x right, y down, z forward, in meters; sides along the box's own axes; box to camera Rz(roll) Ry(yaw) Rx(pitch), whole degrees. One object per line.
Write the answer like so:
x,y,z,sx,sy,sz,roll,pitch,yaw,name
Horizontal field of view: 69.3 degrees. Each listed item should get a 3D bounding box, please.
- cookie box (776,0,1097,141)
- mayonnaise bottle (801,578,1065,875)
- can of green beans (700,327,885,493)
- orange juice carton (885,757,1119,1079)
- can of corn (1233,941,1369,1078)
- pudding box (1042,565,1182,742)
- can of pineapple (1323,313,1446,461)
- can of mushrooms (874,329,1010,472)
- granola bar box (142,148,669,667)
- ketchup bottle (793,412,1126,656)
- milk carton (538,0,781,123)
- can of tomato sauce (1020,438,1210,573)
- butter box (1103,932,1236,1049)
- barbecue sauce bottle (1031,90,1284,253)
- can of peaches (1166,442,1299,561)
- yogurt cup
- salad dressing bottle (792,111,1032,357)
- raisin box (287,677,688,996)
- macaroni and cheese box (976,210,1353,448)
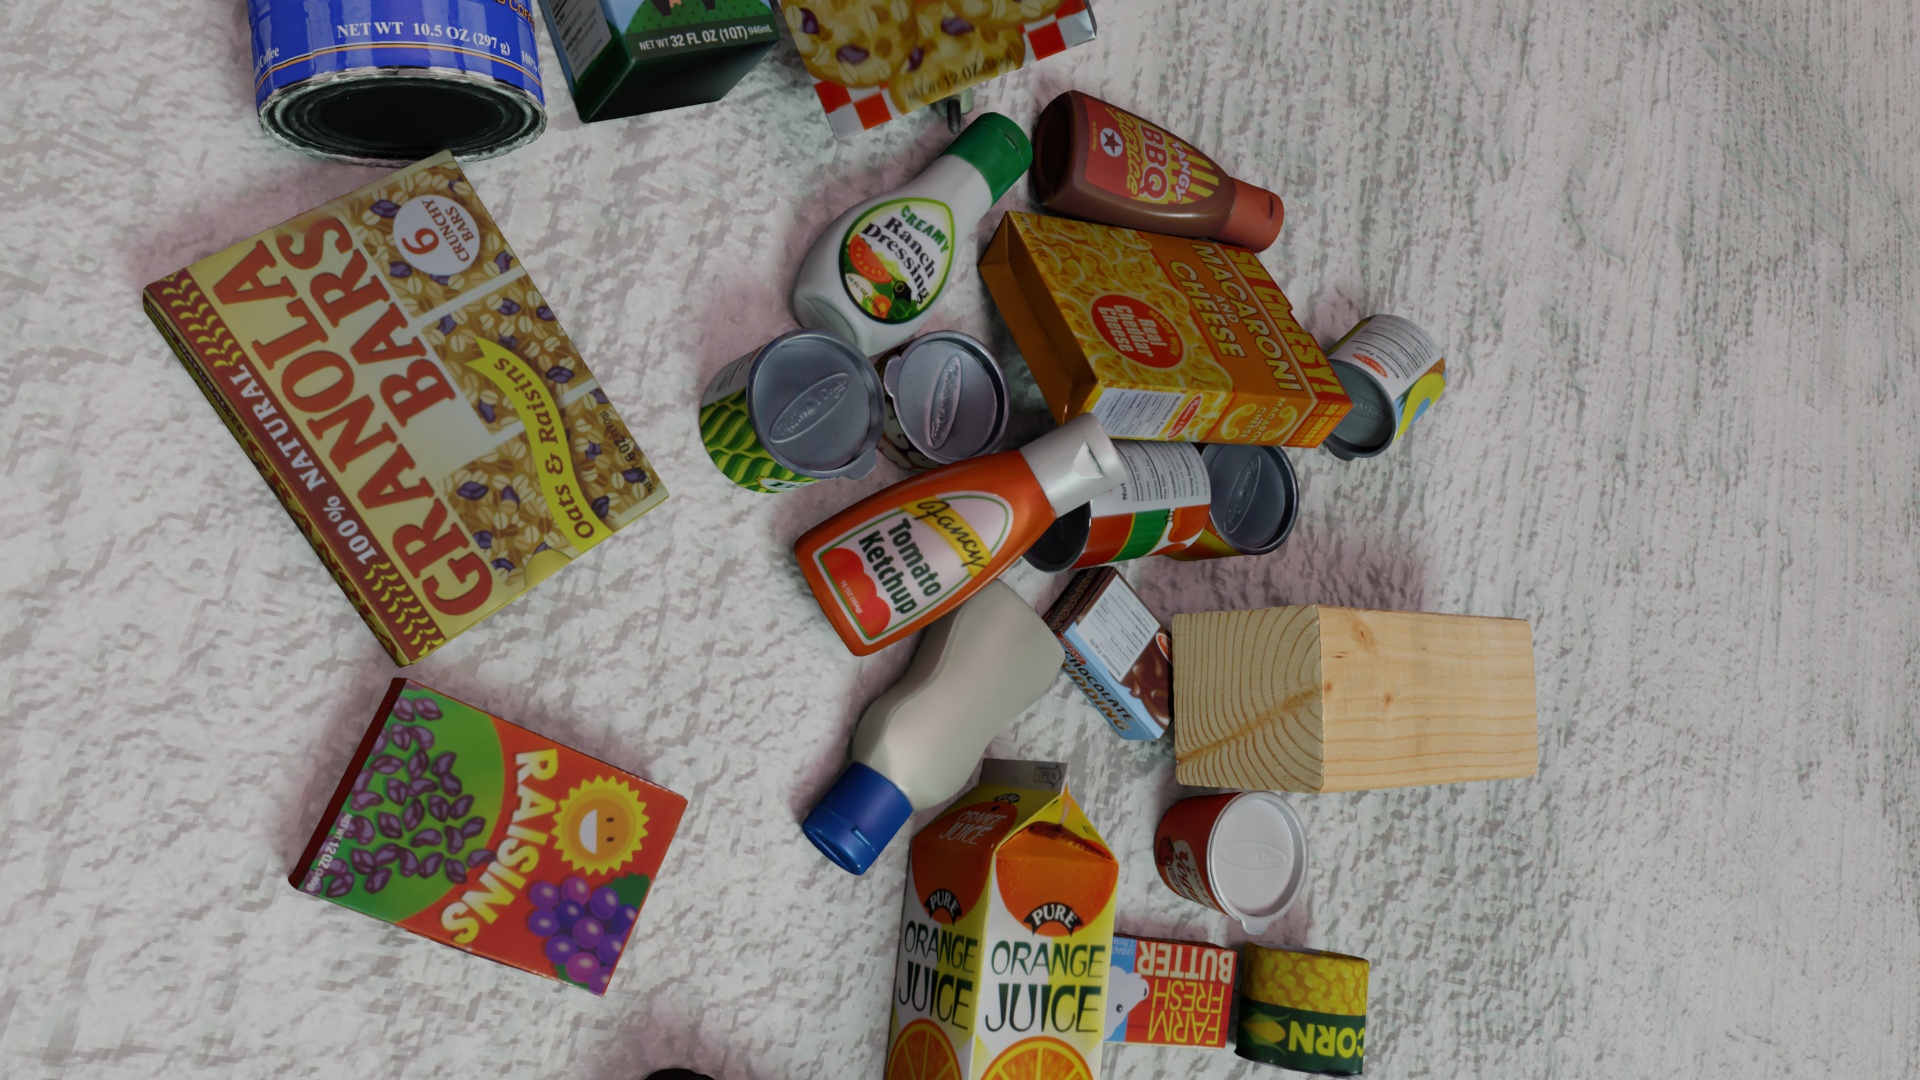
-0.028,-0.272,0.582,0.040,0.123,0.167,-78,147,-62,cookie box
-0.014,0.088,0.652,0.064,0.041,0.149,49,64,-16,mayonnaise bottle
-0.076,-0.056,0.620,0.071,0.057,0.071,4,82,-31,can of green beans
0.019,0.197,0.641,0.073,0.071,0.193,13,78,-30,orange juice carton
0.183,0.247,0.735,0.071,0.071,0.058,15,76,-29,can of corn
0.082,0.059,0.720,0.083,0.030,0.050,48,62,-18,pudding box
0.241,-0.090,0.815,0.058,0.071,0.071,-39,105,-29,can of pineapple
-0.013,-0.068,0.674,0.071,0.033,0.071,3,83,-31,can of mushrooms
-0.212,-0.052,0.548,0.125,0.039,0.165,-38,104,-29,granola bar box
0.002,-0.008,0.632,0.149,0.043,0.064,-29,100,0,ketchup bottle
-0.151,-0.286,0.592,0.072,0.073,0.190,-22,96,-31,milk carton
0.073,-0.020,0.702,0.083,0.071,0.071,-8,89,-36,can of tomato sauce
0.093,0.230,0.710,0.103,0.024,0.053,15,78,-29,butter box
0.110,-0.193,0.759,0.149,0.043,0.065,11,71,-30,barbecue sauce bottle
0.136,-0.024,0.746,0.071,0.058,0.071,3,83,-30,can of peaches
0.140,0.163,0.728,0.072,0.054,0.072,4,82,-31,yogurt cup
-0.020,-0.151,0.674,0.064,0.044,0.148,47,63,-17,salad dressing bottle
-0.182,0.117,0.547,0.123,0.040,0.086,29,69,-24,raisin box
0.106,-0.106,0.713,0.167,0.040,0.124,0,51,-31,macaroni and cheese box
